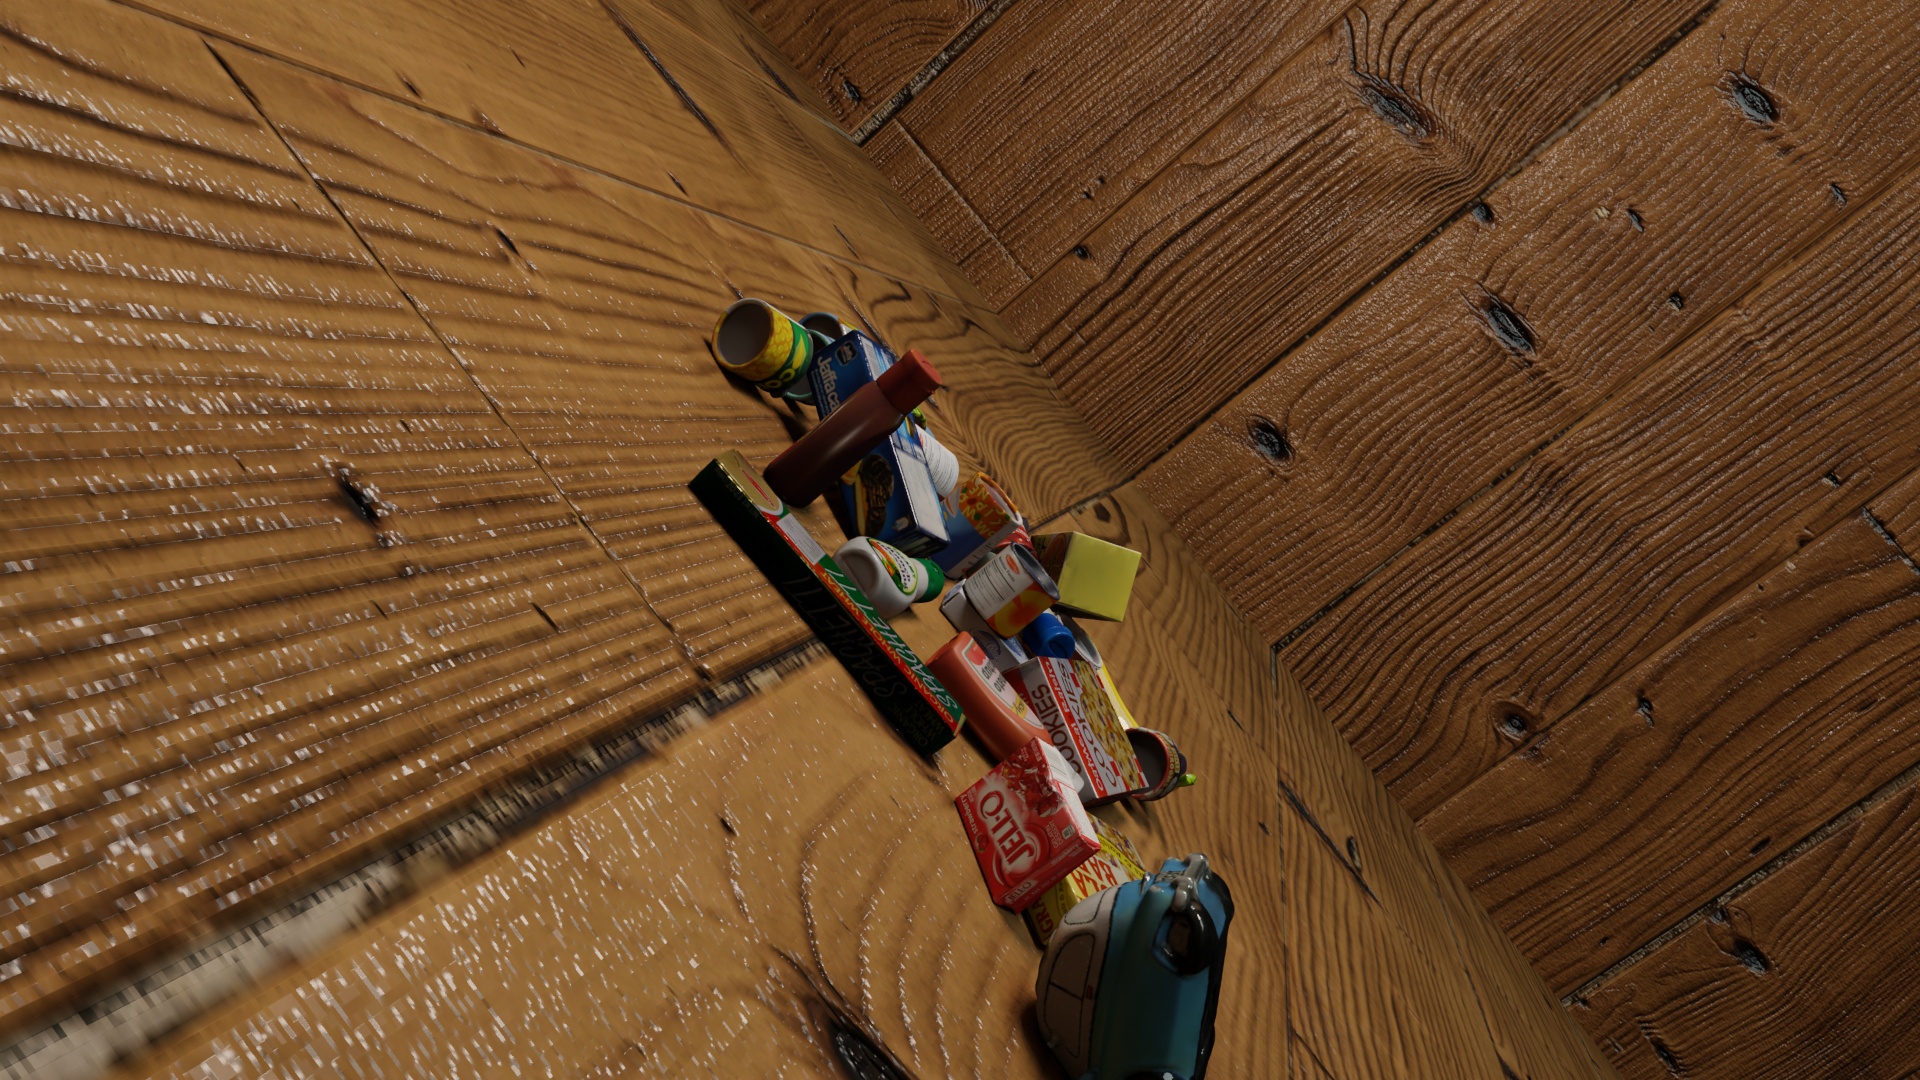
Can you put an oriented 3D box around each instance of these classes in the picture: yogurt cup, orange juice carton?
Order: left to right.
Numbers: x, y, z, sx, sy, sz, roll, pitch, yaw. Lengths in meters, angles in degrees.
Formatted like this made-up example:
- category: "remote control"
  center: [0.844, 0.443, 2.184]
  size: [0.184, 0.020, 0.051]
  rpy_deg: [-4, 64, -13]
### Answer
- category: "yogurt cup"
  center: [0.094, 0.109, 1.321]
  size: [0.072, 0.054, 0.072]
  rpy_deg: [47, 13, -14]
- category: "orange juice carton"
  center: [0.109, 0.037, 1.402]
  size: [0.073, 0.072, 0.192]
  rpy_deg: [18, -5, -12]

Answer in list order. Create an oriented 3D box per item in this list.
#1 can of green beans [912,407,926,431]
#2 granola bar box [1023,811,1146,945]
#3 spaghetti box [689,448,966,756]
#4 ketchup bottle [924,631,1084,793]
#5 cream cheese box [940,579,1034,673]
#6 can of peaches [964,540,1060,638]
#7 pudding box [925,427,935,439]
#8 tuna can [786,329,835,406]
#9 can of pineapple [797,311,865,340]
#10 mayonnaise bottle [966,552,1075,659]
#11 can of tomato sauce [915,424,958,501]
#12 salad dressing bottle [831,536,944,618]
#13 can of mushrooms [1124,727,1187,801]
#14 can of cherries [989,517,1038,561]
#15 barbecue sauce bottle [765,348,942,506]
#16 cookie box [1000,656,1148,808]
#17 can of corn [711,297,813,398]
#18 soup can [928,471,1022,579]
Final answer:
- category: "can of green beans"
  center: [-0.075, -0.124, 1.380]
  size: [0.058, 0.071, 0.071]
  rpy_deg: [58, 15, 29]
- category: "granola bar box"
  center: [0.089, 0.242, 0.969]
  size: [0.165, 0.039, 0.125]
  rpy_deg: [38, 17, -43]
- category: "spaghetti box"
  center: [-0.088, 0.042, 0.951]
  size: [0.250, 0.028, 0.050]
  rpy_deg: [49, 13, -3]
- category: "ketchup bottle"
  center: [0.033, 0.140, 1.057]
  size: [0.149, 0.043, 0.065]
  rpy_deg: [51, 12, -1]
- category: "cream cheese box"
  center: [0.026, 0.084, 1.230]
  size: [0.103, 0.024, 0.053]
  rpy_deg: [49, 11, -6]
- category: "can of peaches"
  center: [0.046, 0.045, 1.218]
  size: [0.071, 0.058, 0.071]
  rpy_deg: [48, 11, -12]
- category: "pudding box"
  center: [-0.066, -0.119, 1.435]
  size: [0.030, 0.049, 0.084]
  rpy_deg: [30, 24, -54]
- category: "tuna can"
  center: [-0.135, -0.156, 1.261]
  size: [0.071, 0.071, 0.033]
  rpy_deg: [54, 14, 17]
- category: "can of pineapple"
  center: [-0.131, -0.188, 1.377]
  size: [0.071, 0.071, 0.058]
  rpy_deg: [55, 13, 19]
- category: "mayonnaise bottle"
  center: [0.058, 0.065, 1.290]
  size: [0.064, 0.041, 0.148]
  rpy_deg: [45, 2, -35]
- category: "can of tomato sauce"
  center: [-0.052, -0.076, 1.330]
  size: [0.083, 0.071, 0.071]
  rpy_deg: [35, 19, -51]
- category: "salad dressing bottle"
  center: [-0.054, 0.029, 1.071]
  size: [0.064, 0.044, 0.148]
  rpy_deg: [55, 13, 13]
- category: "can of mushrooms"
  center: [0.168, 0.204, 1.270]
  size: [0.071, 0.071, 0.033]
  rpy_deg: [57, 16, 27]
- category: "can of cherries"
  center: [0.042, 0.011, 1.381]
  size: [0.071, 0.071, 0.058]
  rpy_deg: [42, 15, -33]
- category: "barbecue sauce bottle"
  center: [-0.080, -0.087, 1.073]
  size: [0.043, 0.148, 0.065]
  rpy_deg: [52, 13, 4]
- category: "cookie box"
  center: [0.097, 0.163, 1.169]
  size: [0.123, 0.040, 0.167]
  rpy_deg: [67, 17, 15]
- category: "can of corn"
  center: [-0.169, -0.163, 1.181]
  size: [0.071, 0.071, 0.058]
  rpy_deg: [57, 15, 28]
- category: "soup can"
  center: [0.005, -0.016, 1.307]
  size: [0.071, 0.083, 0.071]
  rpy_deg: [47, 13, -14]
